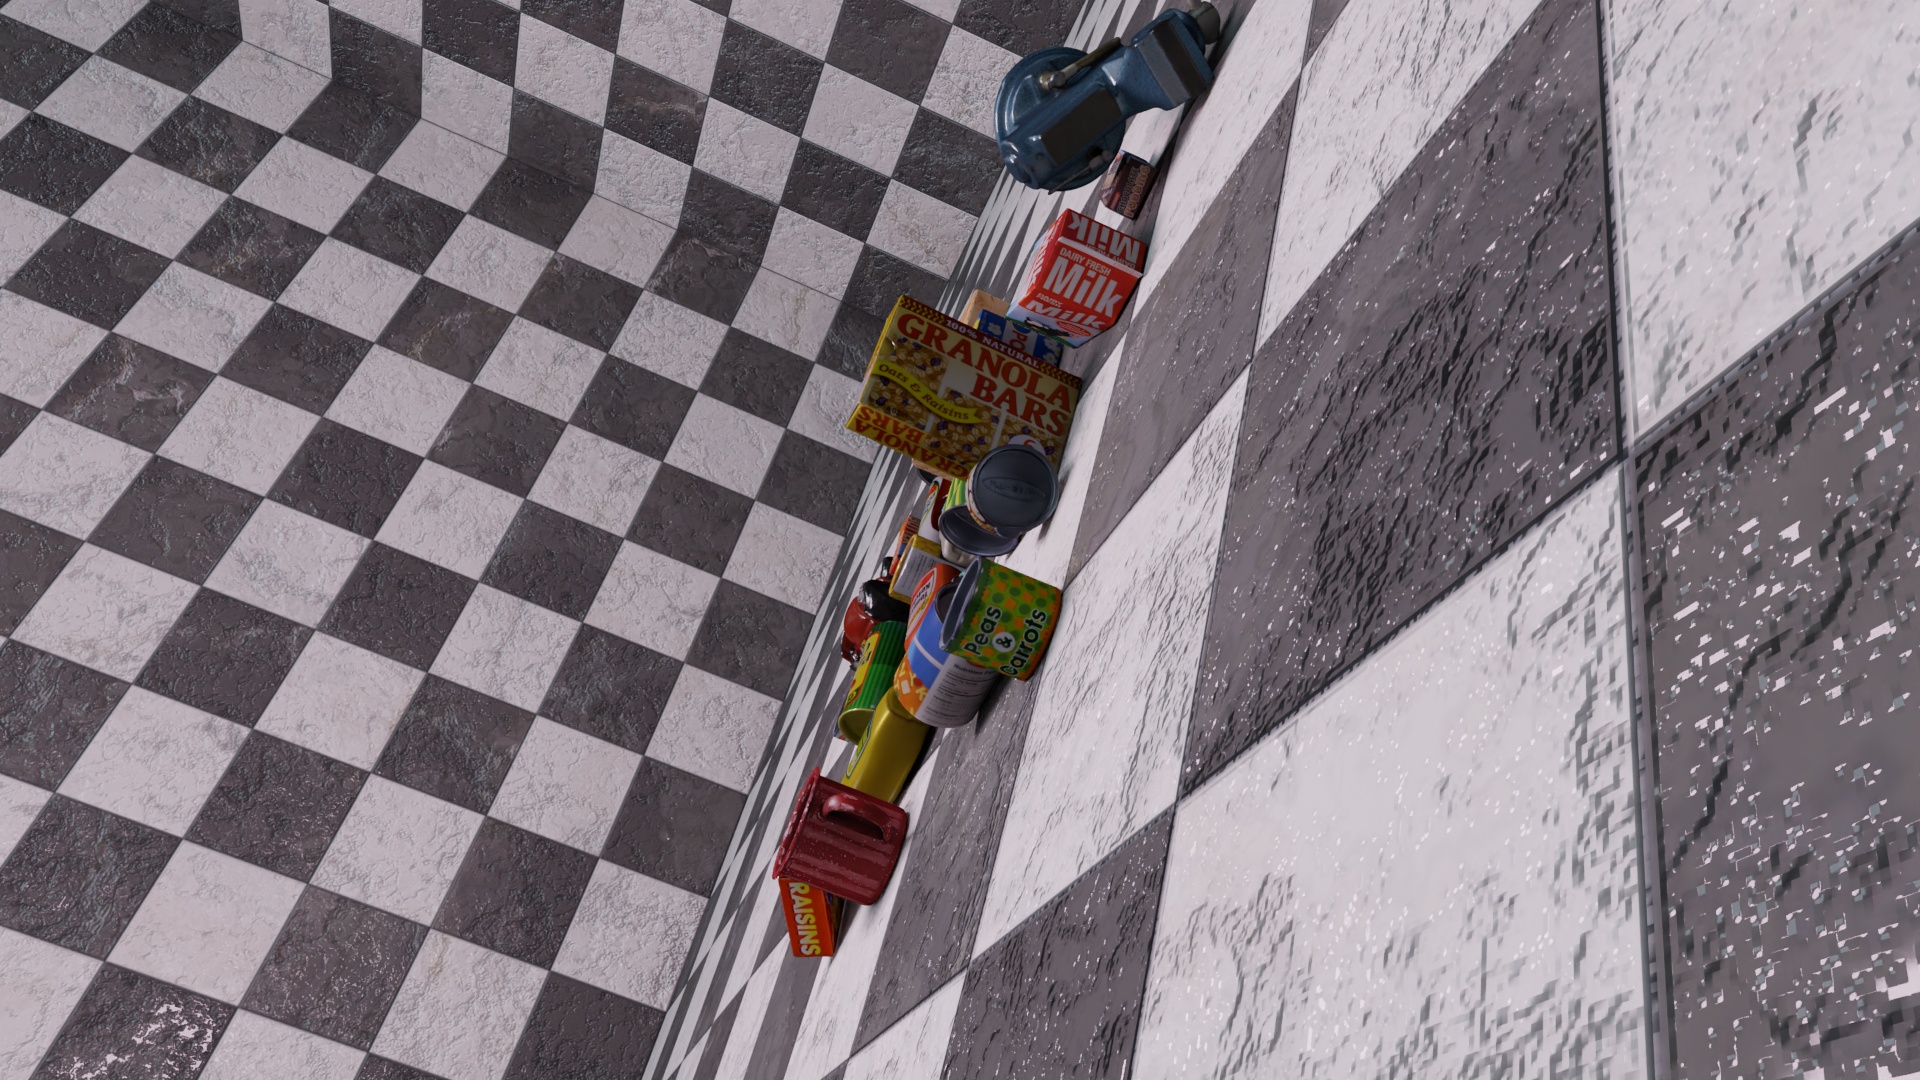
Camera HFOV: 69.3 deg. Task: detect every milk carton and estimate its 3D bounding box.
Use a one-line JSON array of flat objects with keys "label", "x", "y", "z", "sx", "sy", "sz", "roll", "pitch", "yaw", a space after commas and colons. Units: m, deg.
[{"label": "milk carton", "x": 0.096, "y": -0.216, "z": 1.144, "sx": 0.190, "sy": 0.072, "sz": 0.073, "roll": 177, "pitch": 116, "yaw": -83}]

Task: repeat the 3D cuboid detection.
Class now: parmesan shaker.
[{"label": "parmesan shaker", "x": -0.066, "y": 0.134, "z": 1.269, "sx": 0.071, "sy": 0.071, "sz": 0.103, "roll": 121, "pitch": 169, "yaw": -48}]

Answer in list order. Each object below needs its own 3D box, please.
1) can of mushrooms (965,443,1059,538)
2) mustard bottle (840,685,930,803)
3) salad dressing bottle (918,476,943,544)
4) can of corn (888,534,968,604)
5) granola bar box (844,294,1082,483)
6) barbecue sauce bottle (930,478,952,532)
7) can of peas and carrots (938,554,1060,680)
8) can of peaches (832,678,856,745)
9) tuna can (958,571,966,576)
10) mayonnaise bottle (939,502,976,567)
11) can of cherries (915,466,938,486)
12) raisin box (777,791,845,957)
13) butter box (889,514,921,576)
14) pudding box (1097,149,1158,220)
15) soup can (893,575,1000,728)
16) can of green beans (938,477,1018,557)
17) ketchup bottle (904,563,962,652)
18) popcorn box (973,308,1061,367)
[{"label": "can of mushrooms", "x": 0.037, "y": -0.035, "z": 1.036, "sx": 0.033, "sy": 0.071, "sz": 0.071, "roll": 145, "pitch": 147, "yaw": -78}, {"label": "mustard bottle", "x": -0.072, "y": 0.199, "z": 1.180, "sx": 0.065, "sy": 0.049, "sz": 0.159, "roll": -77, "pitch": 12, "yaw": -67}, {"label": "salad dressing bottle", "x": -0.024, "y": -0.009, "z": 1.478, "sx": 0.148, "sy": 0.044, "sz": 0.064, "roll": -76, "pitch": 9, "yaw": -49}, {"label": "can of corn", "x": -0.031, "y": 0.034, "z": 1.343, "sx": 0.071, "sy": 0.058, "sz": 0.071, "roll": -154, "pitch": 87, "yaw": -82}, {"label": "granola bar box", "x": 0.006, "y": -0.110, "z": 1.100, "sx": 0.039, "sy": 0.165, "sz": 0.125, "roll": 126, "pitch": 165, "yaw": -53}, {"label": "barbecue sauce bottle", "x": 0.007, "y": -0.074, "z": 1.462, "sx": 0.149, "sy": 0.044, "sz": 0.064, "roll": -74, "pitch": 10, "yaw": -45}, {"label": "can of peas and carrots", "x": 0.026, "y": 0.051, "z": 0.892, "sx": 0.071, "sy": 0.059, "sz": 0.071, "roll": -155, "pitch": 87, "yaw": -82}, {"label": "can of peaches", "x": -0.083, "y": 0.164, "z": 1.326, "sx": 0.071, "sy": 0.058, "sz": 0.071, "roll": -154, "pitch": 87, "yaw": -83}, {"label": "tuna can", "x": 0.006, "y": 0.058, "z": 1.110, "sx": 0.071, "sy": 0.033, "sz": 0.071, "roll": -155, "pitch": 87, "yaw": -82}, {"label": "mayonnaise bottle", "x": 0.005, "y": -0.017, "z": 1.318, "sx": 0.148, "sy": 0.041, "sz": 0.064, "roll": -111, "pitch": 45, "yaw": -81}, {"label": "can of cherries", "x": -0.012, "y": -0.100, "z": 1.573, "sx": 0.071, "sy": 0.071, "sz": 0.059, "roll": 122, "pitch": 169, "yaw": -51}, {"label": "raisin box", "x": -0.124, "y": 0.286, "z": 1.202, "sx": 0.124, "sy": 0.040, "sz": 0.085, "roll": -83, "pitch": -12, "yaw": -65}, {"label": "butter box", "x": -0.044, "y": 0.014, "z": 1.522, "sx": 0.104, "sy": 0.053, "sz": 0.024, "roll": -81, "pitch": 17, "yaw": -61}, {"label": "pudding box", "x": 0.148, "y": -0.316, "z": 1.232, "sx": 0.084, "sy": 0.030, "sz": 0.049, "roll": -88, "pitch": 23, "yaw": -70}, {"label": "soup can", "x": -0.003, "y": 0.079, "z": 0.975, "sx": 0.072, "sy": 0.071, "sz": 0.083, "roll": -77, "pitch": 12, "yaw": -54}, {"label": "can of green beans", "x": 0.021, "y": -0.029, "z": 1.132, "sx": 0.071, "sy": 0.071, "sz": 0.058, "roll": 123, "pitch": 168, "yaw": -53}, {"label": "ketchup bottle", "x": -0.024, "y": 0.081, "z": 1.214, "sx": 0.064, "sy": 0.043, "sz": 0.149, "roll": -57, "pitch": 12, "yaw": 25}, {"label": "popcorn box", "x": 0.041, "y": -0.149, "z": 1.278, "sx": 0.127, "sy": 0.085, "sz": 0.038, "roll": -75, "pitch": 10, "yaw": -46}]
